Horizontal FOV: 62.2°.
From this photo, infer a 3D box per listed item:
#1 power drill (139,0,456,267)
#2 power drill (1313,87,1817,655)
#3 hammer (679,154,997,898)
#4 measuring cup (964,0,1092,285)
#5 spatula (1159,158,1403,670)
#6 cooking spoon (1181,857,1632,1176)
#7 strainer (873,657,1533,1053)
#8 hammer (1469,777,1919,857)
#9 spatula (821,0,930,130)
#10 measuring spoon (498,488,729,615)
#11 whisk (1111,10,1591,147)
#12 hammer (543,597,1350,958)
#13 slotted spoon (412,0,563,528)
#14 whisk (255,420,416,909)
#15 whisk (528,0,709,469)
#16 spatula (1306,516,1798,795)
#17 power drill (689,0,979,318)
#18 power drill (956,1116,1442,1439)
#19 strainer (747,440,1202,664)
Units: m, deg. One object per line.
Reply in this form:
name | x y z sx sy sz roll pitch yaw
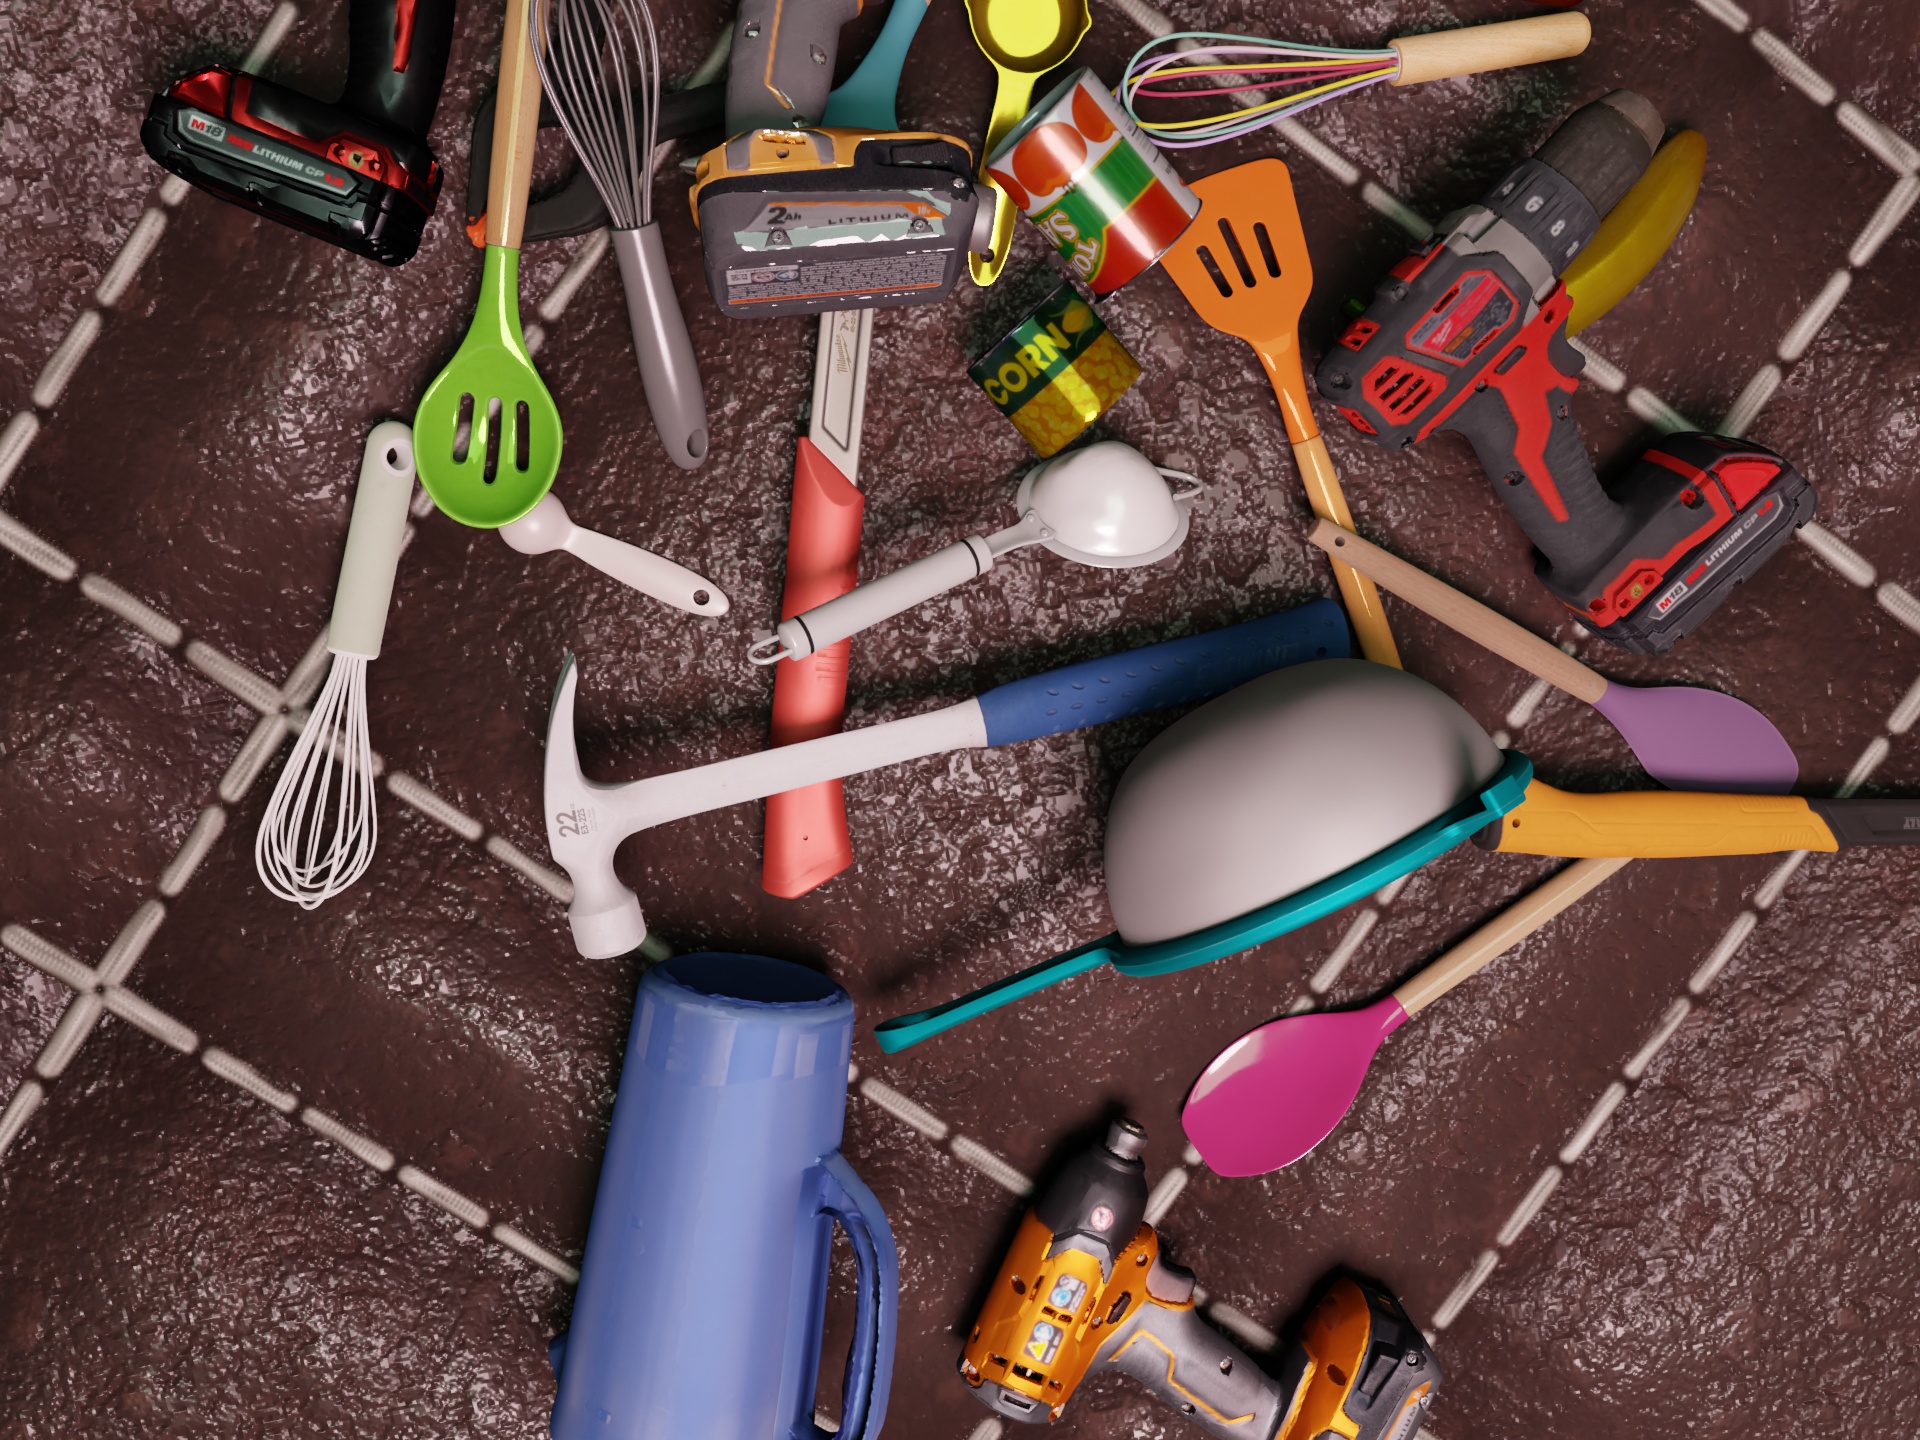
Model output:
power drill | -0.281 -0.336 0.727 0.143 0.078 0.219 21 93 -7
power drill | 0.304 -0.162 0.760 0.226 0.080 0.188 39 102 -18
hammer | -0.076 -0.089 0.783 0.149 0.037 0.359 6 101 -3
measuring cup | 0.023 -0.294 0.781 0.062 0.029 0.156 8 109 -8
spatula | 0.183 -0.122 0.814 0.081 0.041 0.322 -22 103 1
cooking spoon | 0.257 0.138 0.853 0.319 0.017 0.069 -35 62 0
strainer | 0.091 0.057 0.757 0.340 0.211 0.095 -26 89 16
hammer | 0.428 0.062 0.836 0.337 0.034 0.127 2 95 -8
spatula | -0.015 -0.369 0.765 0.082 0.044 0.317 23 91 -8
measuring spoon | -0.174 -0.081 0.797 0.124 0.018 0.034 24 96 -8
whisk | 0.190 -0.321 0.778 0.245 0.047 0.051 -12 111 -6
hammer | -0.001 -0.002 0.777 0.405 0.035 0.144 -14 107 -11
slotted spoon | -0.207 -0.245 0.735 0.070 0.031 0.313 8 106 -8
whisk | -0.302 -0.026 0.787 0.057 0.059 0.246 9 95 -42
whisk | -0.149 -0.229 0.738 0.055 0.055 0.238 -10 120 -2
spatula | 0.312 -0.029 0.826 0.315 0.018 0.060 26 95 -14
power drill | -0.042 -0.303 0.702 0.185 0.084 0.226 -7 82 -6
power drill | 0.132 0.318 0.846 0.226 0.084 0.164 23 94 -3
strainer | 0.014 -0.082 0.755 0.258 0.050 0.087 -27 56 -20
